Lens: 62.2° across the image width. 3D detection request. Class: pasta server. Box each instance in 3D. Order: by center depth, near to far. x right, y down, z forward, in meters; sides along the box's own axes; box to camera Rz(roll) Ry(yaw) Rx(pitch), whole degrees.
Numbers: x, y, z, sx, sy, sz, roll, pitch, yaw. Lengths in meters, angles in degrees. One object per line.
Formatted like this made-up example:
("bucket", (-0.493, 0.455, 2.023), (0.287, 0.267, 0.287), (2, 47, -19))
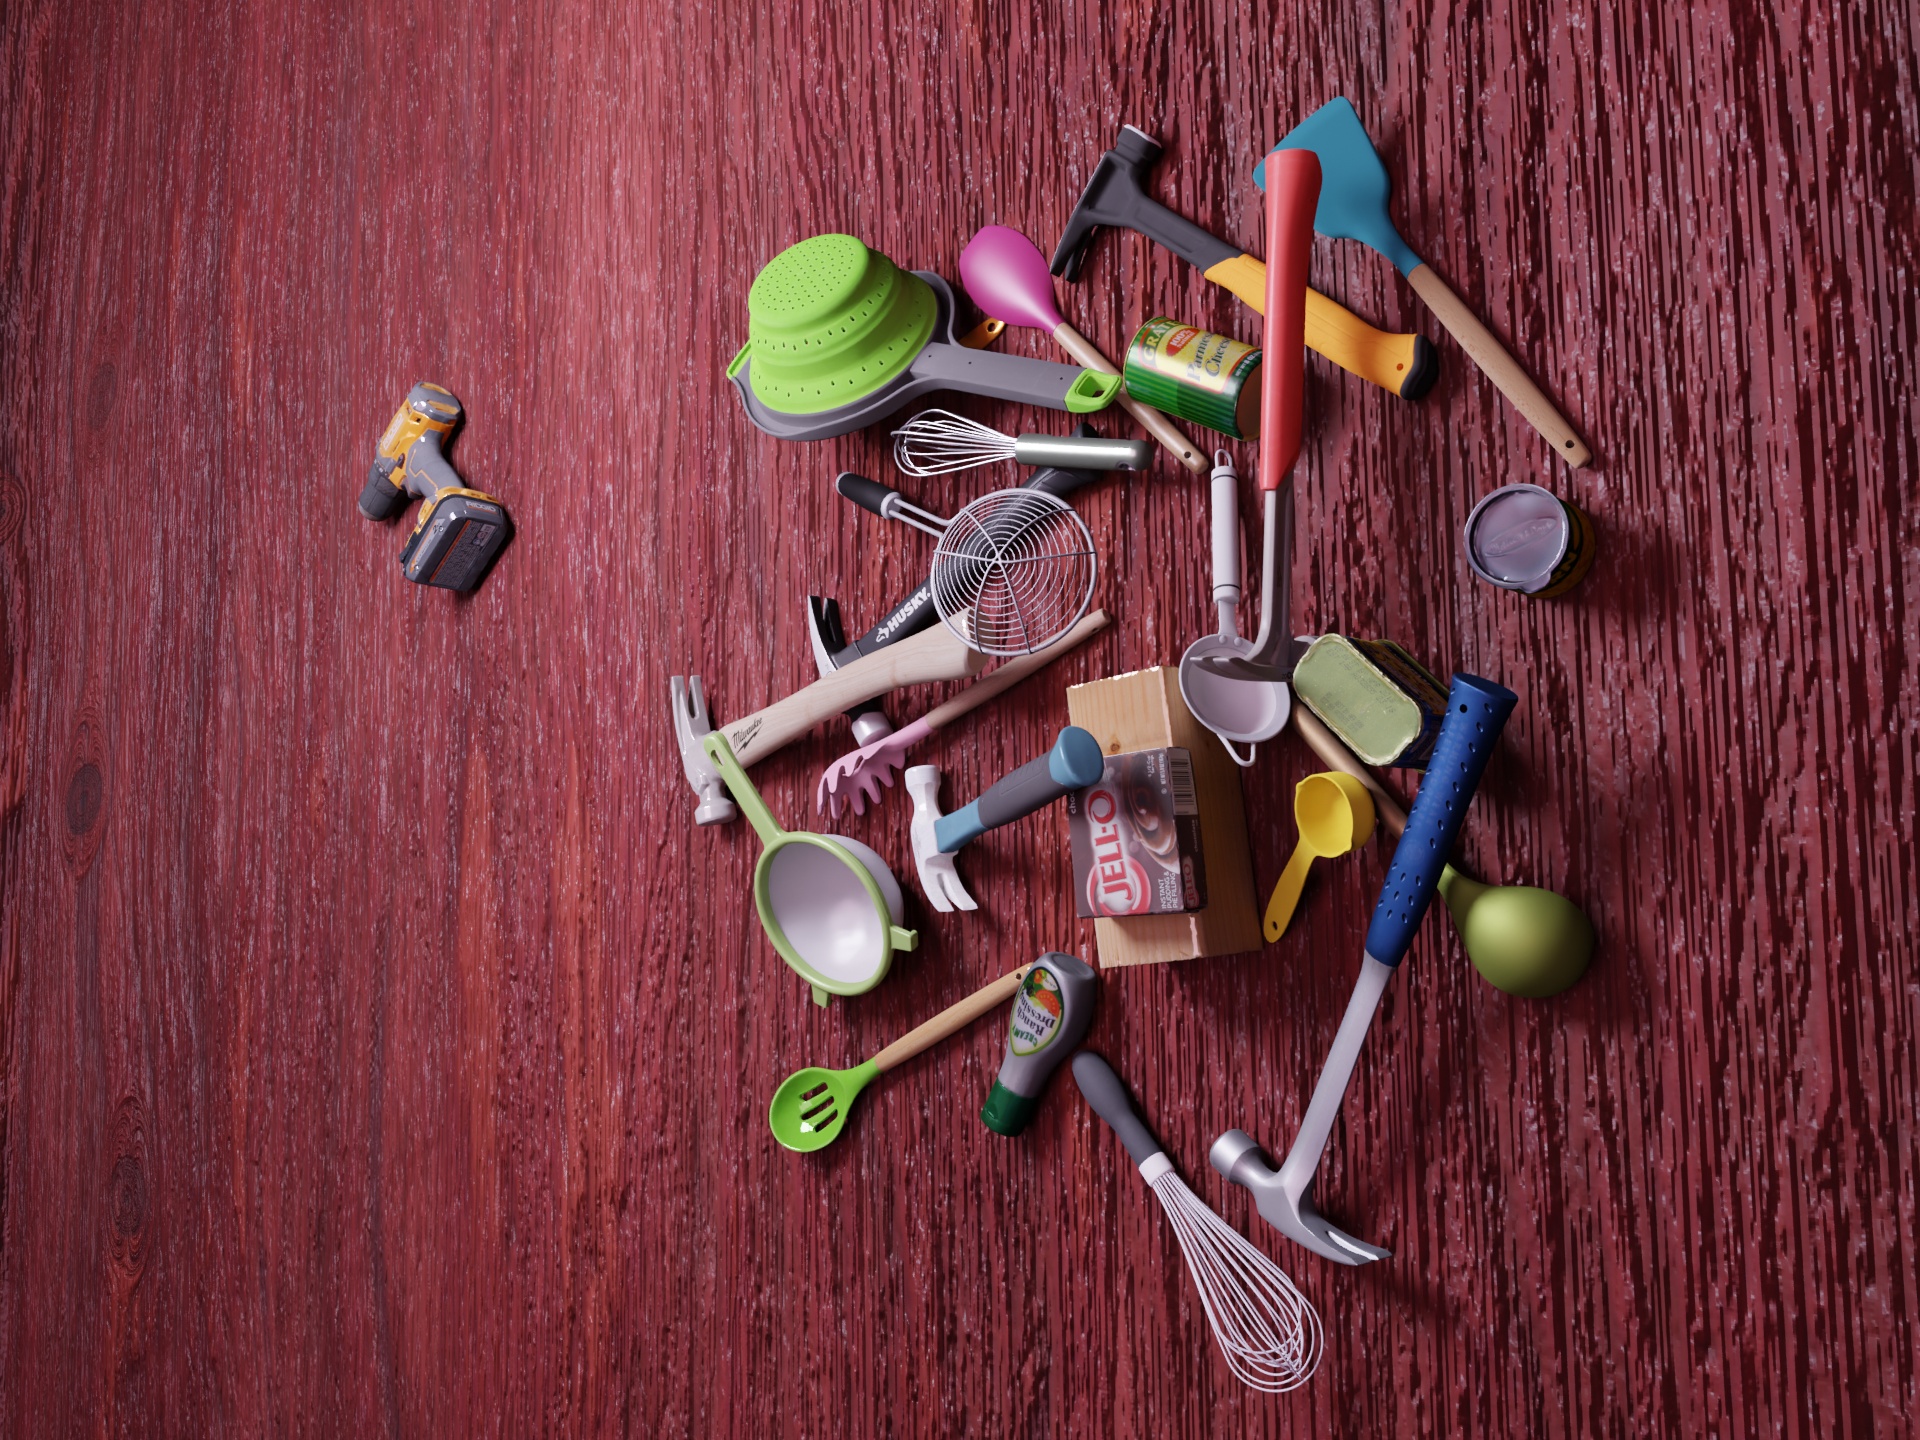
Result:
("pasta server", (-0.002, -0.004, 1.318), (0.316, 0.060, 0.040), (-31, 61, 28))

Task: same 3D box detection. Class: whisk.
("whisk", (0.160, 0.354, 1.155), (0.070, 0.070, 0.285), (-53, 53, 23))
("whisk", (0.044, -0.215, 1.252), (0.246, 0.057, 0.059), (10, 81, 36))

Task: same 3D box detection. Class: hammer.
("hammer", (0.275, 0.166, 1.033), (0.144, 0.035, 0.405), (37, 119, 48))
("hammer", (0.213, -0.206, 1.079), (0.037, 0.149, 0.359), (2, 91, 40))
("hammer", (0.208, -0.320, 1.176), (0.337, 0.034, 0.127), (42, 111, 33))
("hammer", (0.026, 0.064, 1.194), (0.331, 0.033, 0.128), (143, 122, -65))
("hammer", (-0.005, -0.129, 1.333), (0.334, 0.035, 0.146), (-42, 64, 29))
("hammer", (-0.122, -0.026, 1.374), (0.410, 0.038, 0.146), (-23, 76, 44))

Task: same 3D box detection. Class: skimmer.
("skimmer", (-0.012, -0.147, 1.279), (0.127, 0.090, 0.364), (-58, 28, 2))

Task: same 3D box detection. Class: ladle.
("ladle", (0.298, 0.060, 1.079), (0.320, 0.062, 0.078), (53, 138, 36))

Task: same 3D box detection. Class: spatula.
("spatula", (0.320, -0.290, 1.077), (0.082, 0.044, 0.318), (-39, 65, 16))

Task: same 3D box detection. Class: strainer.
("strainer", (0.192, -0.082, 1.146), (0.050, 0.086, 0.259), (134, 142, -63))
("strainer", (-0.129, 0.111, 1.366), (0.151, 0.069, 0.256), (-40, 82, 42))

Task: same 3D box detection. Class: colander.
("colander", (-0.048, -0.317, 1.285), (0.397, 0.094, 0.204), (19, 64, 36))

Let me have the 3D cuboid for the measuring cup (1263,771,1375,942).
("measuring cup", (0.246, 0.098, 1.104), (0.062, 0.029, 0.156), (56, 146, 38))

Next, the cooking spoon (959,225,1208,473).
("cooking spoon", (0.095, -0.299, 1.274), (0.068, 0.017, 0.319), (-50, 60, 19))

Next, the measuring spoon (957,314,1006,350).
("measuring spoon", (-0.007, -0.313, 1.361), (0.117, 0.011, 0.021), (-29, 69, 33))

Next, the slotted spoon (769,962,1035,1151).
("slotted spoon", (-0.049, 0.281, 1.344), (0.313, 0.031, 0.070), (-37, 65, 29))

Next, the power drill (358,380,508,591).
("power drill", (-0.608, -0.246, 1.799), (0.185, 0.084, 0.226), (-48, 56, 26))
